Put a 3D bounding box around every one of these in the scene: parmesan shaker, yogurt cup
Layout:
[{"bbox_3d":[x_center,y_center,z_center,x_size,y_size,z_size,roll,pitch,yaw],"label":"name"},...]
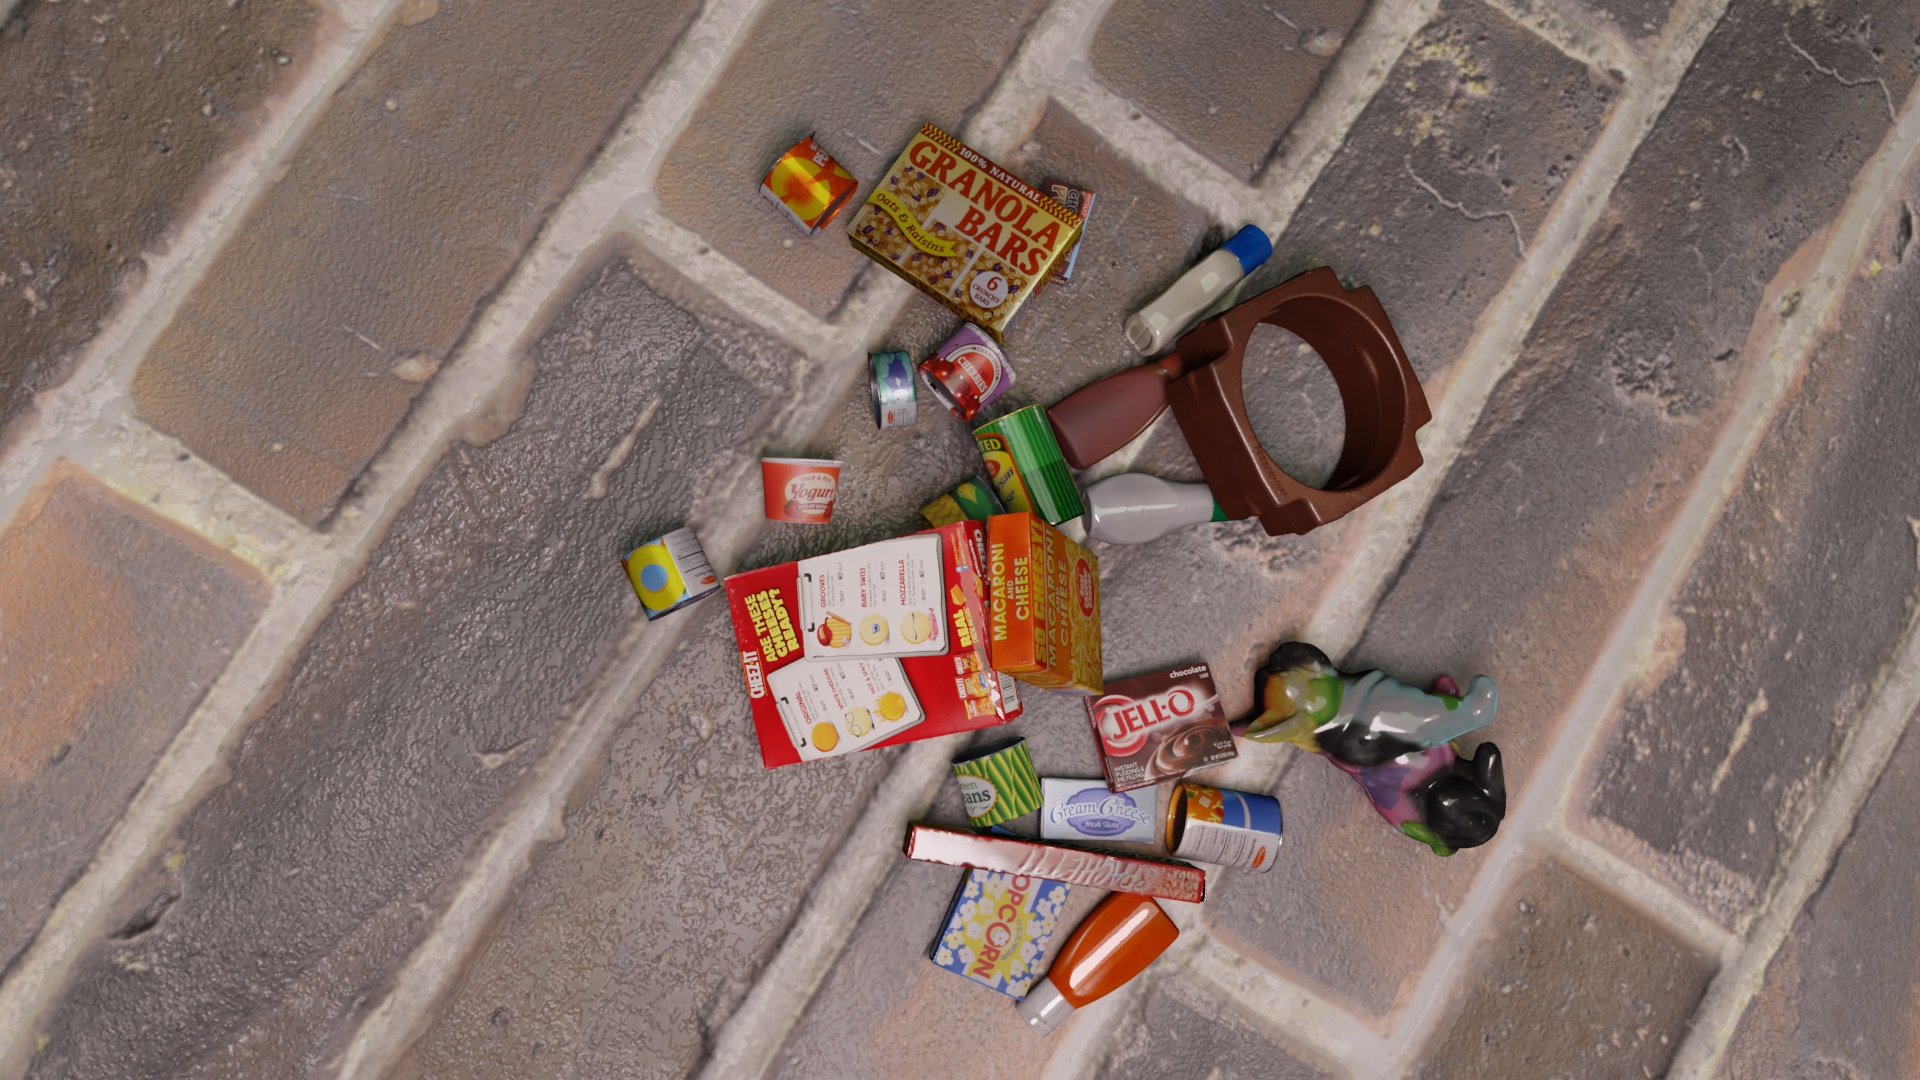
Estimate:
[{"bbox_3d":[0.060,-0.059,1.195,0.071,0.071,0.103,-23,89,-8],"label":"parmesan shaker"},{"bbox_3d":[-0.136,-0.043,1.174,0.072,0.072,0.054,3,94,-7],"label":"yogurt cup"}]

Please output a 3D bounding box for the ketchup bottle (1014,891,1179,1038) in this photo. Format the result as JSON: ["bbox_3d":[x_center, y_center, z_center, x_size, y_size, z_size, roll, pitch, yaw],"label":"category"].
[{"bbox_3d":[0.113,0.360,1.183,0.149,0.043,0.064,-40,91,-8],"label":"ketchup bottle"}]

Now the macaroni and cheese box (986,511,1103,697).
[{"bbox_3d":[0.070,0.056,1.133,0.040,0.166,0.124,-8,73,23],"label":"macaroni and cheese box"}]

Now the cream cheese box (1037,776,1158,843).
[{"bbox_3d":[0.119,0.233,1.204,0.104,0.024,0.053,3,84,-7],"label":"cream cheese box"}]

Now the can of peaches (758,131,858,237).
[{"bbox_3d":[-0.128,-0.305,1.192,0.058,0.071,0.071,44,82,-3],"label":"can of peaches"}]

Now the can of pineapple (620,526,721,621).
[{"bbox_3d":[-0.242,0.028,1.153,0.071,0.071,0.058,-26,89,-8],"label":"can of pineapple"}]

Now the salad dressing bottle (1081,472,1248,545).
[{"bbox_3d":[0.182,-0.030,1.224,0.148,0.044,0.064,-4,85,-9],"label":"salad dressing bottle"}]

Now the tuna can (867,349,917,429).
[{"bbox_3d":[-0.059,-0.132,1.190,0.033,0.071,0.071,-8,87,-8],"label":"tuna can"}]

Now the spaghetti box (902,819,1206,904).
[{"bbox_3d":[0.078,0.264,1.144,0.250,0.050,0.029,10,84,-7],"label":"spaghetti box"}]

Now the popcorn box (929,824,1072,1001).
[{"bbox_3d":[0.037,0.314,1.180,0.085,0.038,0.127,25,83,-4],"label":"popcorn box"}]

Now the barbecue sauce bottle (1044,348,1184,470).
[{"bbox_3d":[0.150,-0.124,1.227,0.149,0.043,0.065,-31,93,-9],"label":"barbecue sauce bottle"}]

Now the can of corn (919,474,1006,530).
[{"bbox_3d":[0.004,-0.015,1.189,0.058,0.071,0.071,-32,90,-8],"label":"can of corn"}]

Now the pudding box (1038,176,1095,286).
[{"bbox_3d":[0.084,-0.275,1.236,0.050,0.030,0.084,19,84,-6],"label":"pudding box"}]

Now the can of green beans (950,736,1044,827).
[{"bbox_3d":[0.032,0.204,1.174,0.071,0.071,0.058,-17,89,-8],"label":"can of green beans"}]

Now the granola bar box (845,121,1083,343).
[{"bbox_3d":[0.004,-0.266,1.202,0.166,0.039,0.124,35,85,10],"label":"granola bar box"}]

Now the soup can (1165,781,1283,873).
[{"bbox_3d":[0.226,0.245,1.198,0.084,0.071,0.071,11,85,-5],"label":"soup can"}]

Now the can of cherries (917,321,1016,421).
[{"bbox_3d":[0.006,-0.144,1.195,0.058,0.071,0.071,-42,92,-8],"label":"can of cherries"}]

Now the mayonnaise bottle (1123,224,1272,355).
[{"bbox_3d":[0.213,-0.225,1.235,0.148,0.064,0.041,-40,88,-12],"label":"mayonnaise bottle"}]
